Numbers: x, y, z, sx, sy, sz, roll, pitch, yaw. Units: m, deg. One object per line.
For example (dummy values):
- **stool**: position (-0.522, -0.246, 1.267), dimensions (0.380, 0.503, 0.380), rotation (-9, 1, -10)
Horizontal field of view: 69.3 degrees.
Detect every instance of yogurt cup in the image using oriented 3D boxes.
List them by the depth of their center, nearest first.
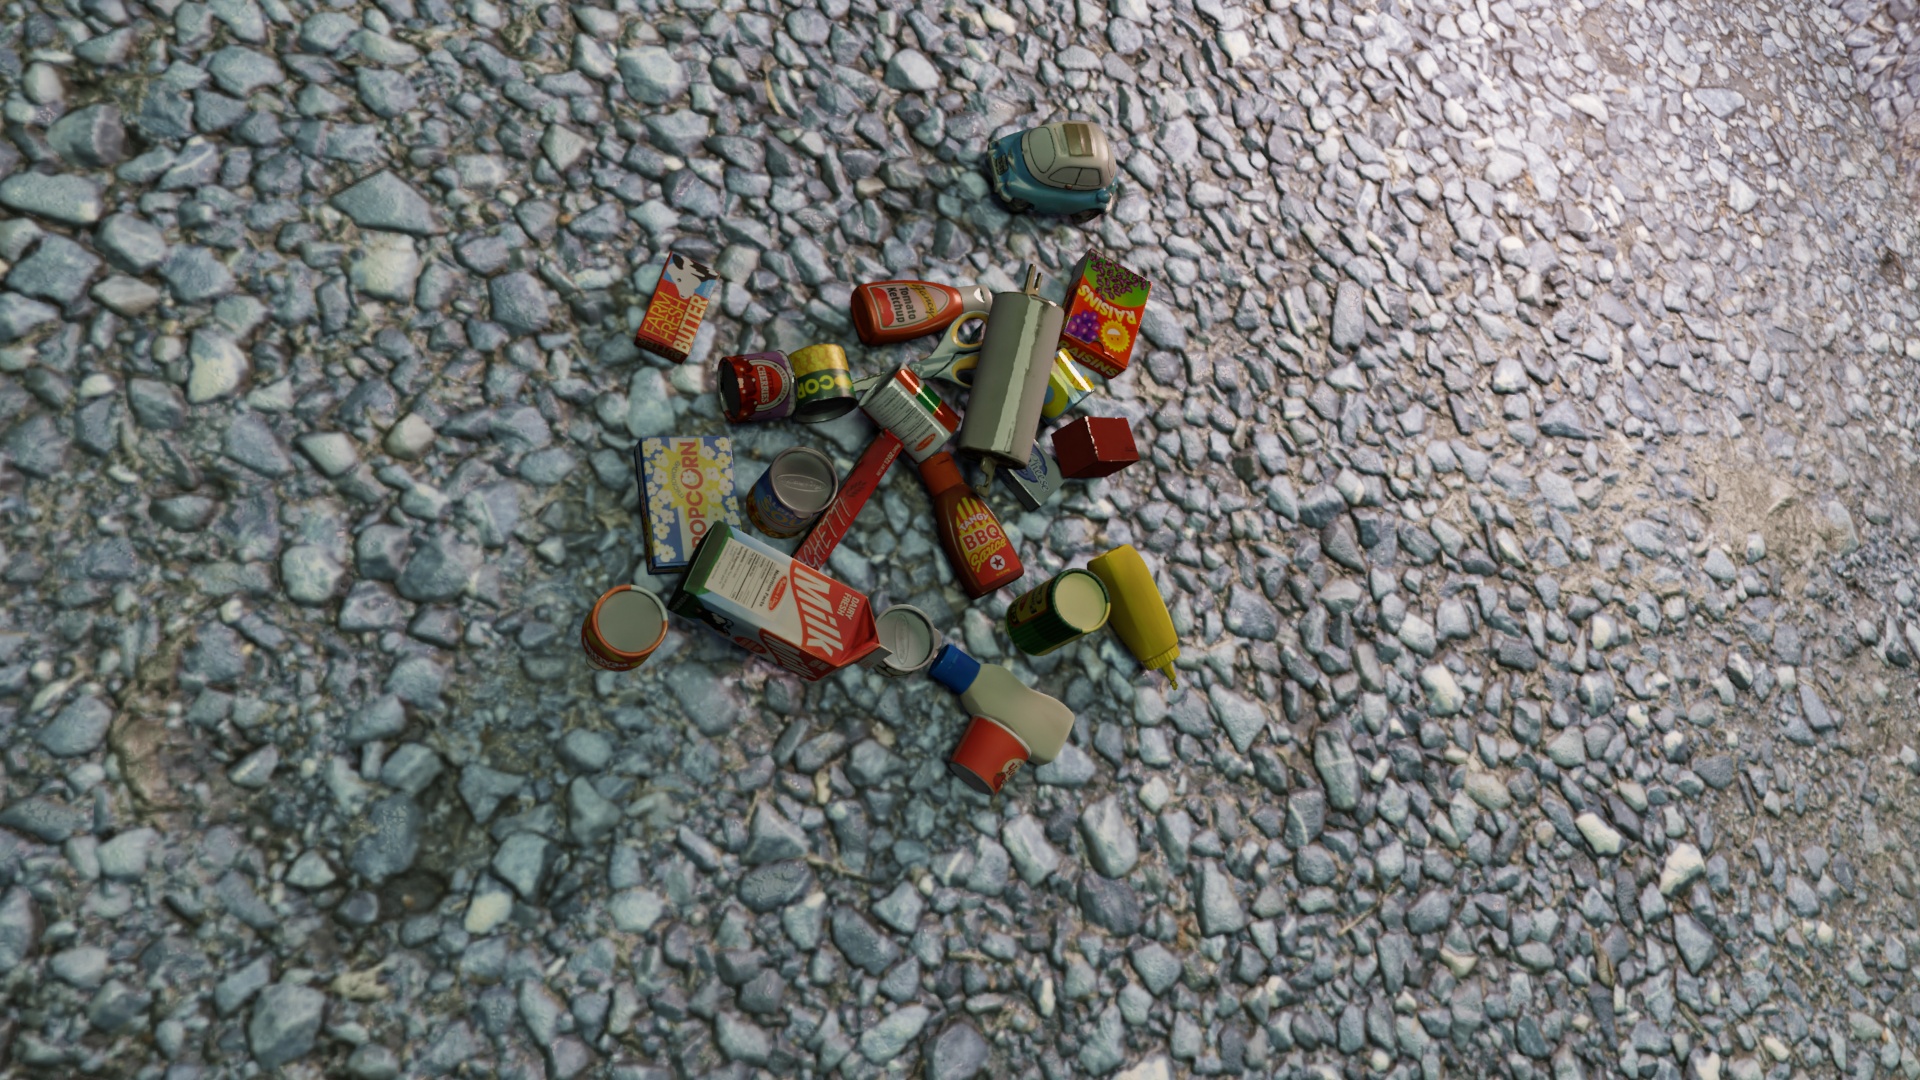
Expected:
- **yogurt cup**: position (0.025, 0.206, 1.323), dimensions (0.072, 0.072, 0.054), rotation (40, 69, -8)

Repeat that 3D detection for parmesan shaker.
- **parmesan shaker**: position (0.098, 0.069, 1.381), dimensions (0.071, 0.102, 0.071), rotation (8, 69, -22)

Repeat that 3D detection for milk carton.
- **milk carton**: position (-0.153, 0.065, 1.227), dimensions (0.190, 0.072, 0.074), rotation (28, 64, -13)

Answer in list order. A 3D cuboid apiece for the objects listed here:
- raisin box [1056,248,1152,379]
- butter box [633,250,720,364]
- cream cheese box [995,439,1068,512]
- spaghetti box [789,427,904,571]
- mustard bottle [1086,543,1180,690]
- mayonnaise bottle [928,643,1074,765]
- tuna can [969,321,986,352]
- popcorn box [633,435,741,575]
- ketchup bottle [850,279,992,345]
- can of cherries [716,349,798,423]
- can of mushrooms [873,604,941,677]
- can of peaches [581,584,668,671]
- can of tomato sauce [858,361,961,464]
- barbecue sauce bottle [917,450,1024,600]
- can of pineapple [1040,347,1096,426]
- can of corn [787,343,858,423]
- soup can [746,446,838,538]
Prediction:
- **raisin box**: position (0.159, -0.254, 1.560), dimensions (0.086, 0.040, 0.124), rotation (27, 64, -15)
- **butter box**: position (-0.277, -0.228, 1.356), dimensions (0.053, 0.024, 0.104), rotation (23, 64, -17)
- **cream cheese box**: position (0.061, -0.086, 1.464), dimensions (0.104, 0.024, 0.053), rotation (48, 59, -3)
- **spaghetti box**: position (-0.132, -0.004, 1.331), dimensions (0.028, 0.050, 0.251), rotation (36, 61, -8)
- **mustard bottle**: position (0.189, 0.083, 1.445), dimensions (0.049, 0.065, 0.160), rotation (-28, 91, -24)
- **mayonnaise bottle**: position (0.038, 0.156, 1.360), dimensions (0.148, 0.041, 0.065), rotation (36, 60, -9)
- **tuna can**: position (0.042, -0.209, 1.493), dimensions (0.071, 0.032, 0.071), rotation (8, 69, -23)
- **popcorn box**: position (-0.253, -0.034, 1.292), dimensions (0.085, 0.038, 0.127), rotation (-2, 73, -27)
- **ketchup bottle**: position (-0.039, -0.245, 1.462), dimensions (0.149, 0.043, 0.065), rotation (-12, 78, -28)
- **can of cherries**: position (-0.196, -0.149, 1.339), dimensions (0.058, 0.071, 0.071), rotation (-10, 77, -27)
- **can of mushrooms**: position (-0.057, 0.098, 1.339), dimensions (0.071, 0.033, 0.071), rotation (8, 68, -22)
- **can of peaches**: position (-0.296, 0.079, 1.220), dimensions (0.071, 0.058, 0.071), rotation (9, 69, -23)
- **can of tomato sauce**: position (-0.051, -0.129, 1.394), dimensions (0.083, 0.071, 0.071), rotation (44, 60, -16)
- **barbecue sauce bottle**: position (0.005, -0.018, 1.403), dimensions (0.065, 0.043, 0.148), rotation (-24, 83, -28)
- **can of pineapple**: position (0.104, -0.165, 1.486), dimensions (0.071, 0.070, 0.058), rotation (-38, 91, -30)
- **can of corn**: position (-0.141, -0.155, 1.368), dimensions (0.071, 0.071, 0.058), rotation (-10, 76, -27)
- **soup can**: position (-0.160, -0.041, 1.311), dimensions (0.071, 0.083, 0.071), rotation (8, 70, -22)
